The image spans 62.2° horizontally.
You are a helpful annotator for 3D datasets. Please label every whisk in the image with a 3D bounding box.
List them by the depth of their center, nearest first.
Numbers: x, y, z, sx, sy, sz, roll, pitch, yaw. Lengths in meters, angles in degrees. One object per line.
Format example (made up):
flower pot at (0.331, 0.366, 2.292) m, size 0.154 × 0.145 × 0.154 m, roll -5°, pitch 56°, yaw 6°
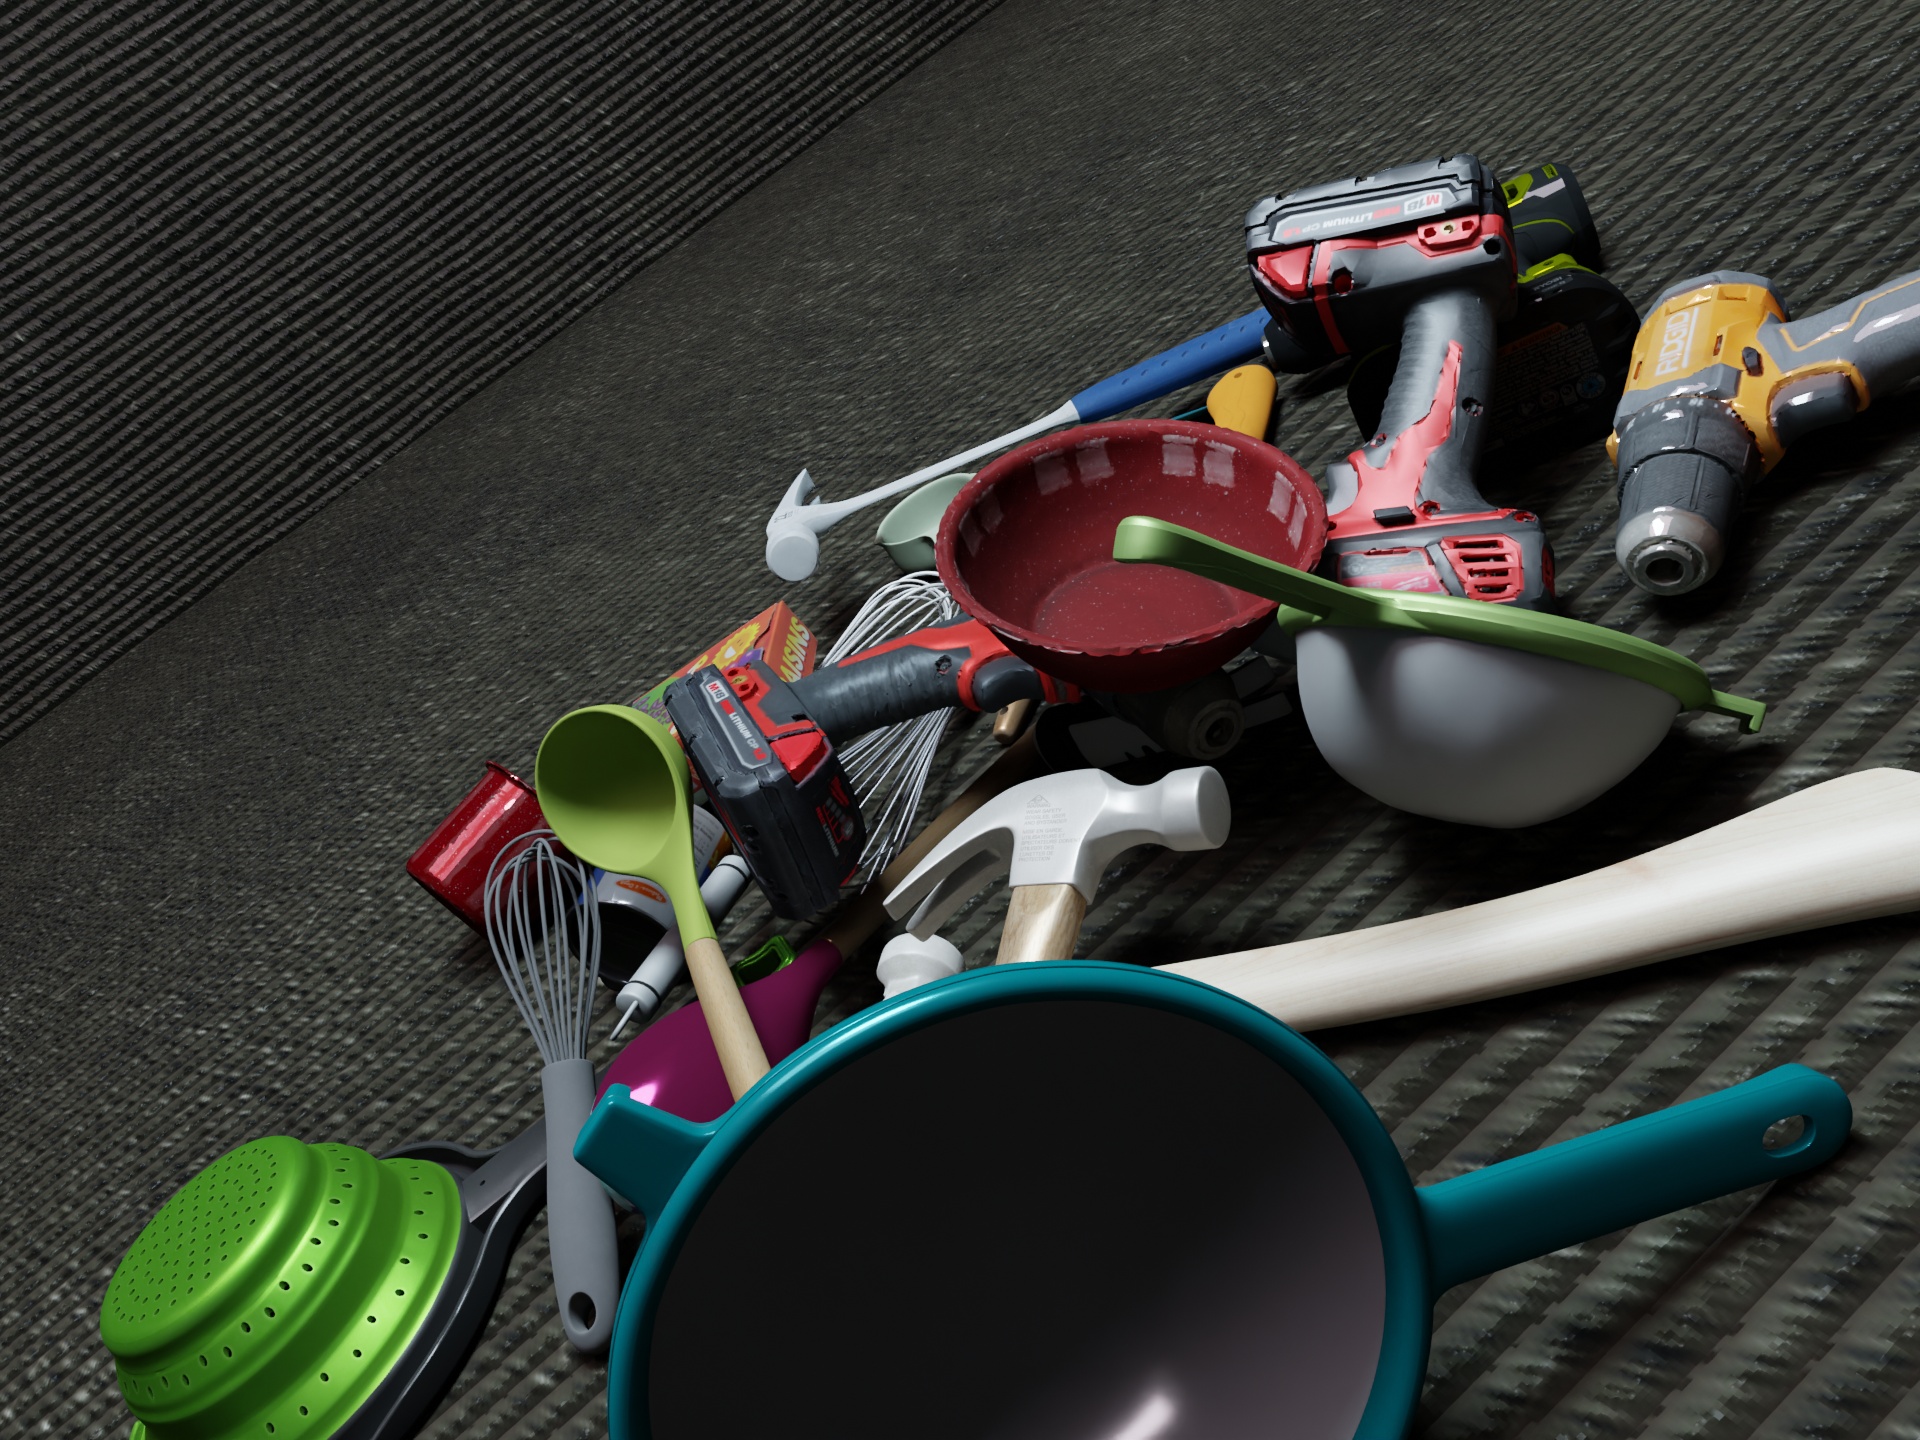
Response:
whisk at (-0.176, 0.155, 0.699) m, size 0.055 × 0.055 × 0.239 m, roll -25°, pitch 59°, yaw 17°
whisk at (-0.019, 0.002, 0.856) m, size 0.070 × 0.070 × 0.285 m, roll -9°, pitch 31°, yaw 39°
whisk at (-0.097, -0.007, 0.964) m, size 0.246 × 0.057 × 0.059 m, roll -37°, pitch 68°, yaw 5°

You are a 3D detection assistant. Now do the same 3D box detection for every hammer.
hammer at (0.003, 0.158, 0.544) m, size 0.130 × 0.031 × 0.331 m, roll -8°, pitch 49°, yaw 33°
hammer at (0.127, 0.100, 0.561) m, size 0.410 × 0.038 × 0.146 m, roll -18°, pitch 33°, yaw 28°
hammer at (0.138, -0.103, 0.865) m, size 0.127 × 0.034 × 0.337 m, roll -16°, pitch 33°, yaw 33°
hammer at (0.063, -0.197, 1.028) m, size 0.405 × 0.035 × 0.144 m, roll -22°, pitch 23°, yaw 4°

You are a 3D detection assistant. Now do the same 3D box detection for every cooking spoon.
cooking spoon at (-0.044, 0.088, 0.722) m, size 0.069 × 0.017 × 0.319 m, roll 34°, pitch 50°, yaw 15°

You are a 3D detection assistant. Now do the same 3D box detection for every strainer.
strainer at (0.073, 0.139, 0.446) m, size 0.340 × 0.211 × 0.095 m, roll -14°, pitch 13°, yaw -10°
strainer at (0.143, -0.007, 0.543) m, size 0.151 × 0.256 × 0.069 m, roll 10°, pitch 87°, yaw 53°
strainer at (-0.112, 0.076, 0.816) m, size 0.087 × 0.050 × 0.258 m, roll -46°, pitch 7°, yaw 39°

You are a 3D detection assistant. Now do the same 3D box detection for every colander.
colander at (-0.253, 0.210, 0.737) m, size 0.397 × 0.094 × 0.205 m, roll -39°, pitch 28°, yaw -7°

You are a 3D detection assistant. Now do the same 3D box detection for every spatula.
spatula at (0.081, -0.100, 0.938) m, size 0.082 × 0.044 × 0.318 m, roll -12°, pitch 40°, yaw 39°

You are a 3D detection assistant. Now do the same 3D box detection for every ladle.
ladle at (-0.107, 0.111, 0.641) m, size 0.078 × 0.062 × 0.321 m, roll -55°, pitch 43°, yaw 25°

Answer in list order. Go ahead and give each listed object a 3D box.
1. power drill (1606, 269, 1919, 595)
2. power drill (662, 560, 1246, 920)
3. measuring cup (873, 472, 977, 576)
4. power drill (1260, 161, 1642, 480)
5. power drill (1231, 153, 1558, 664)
power drill at (0.368, -0.135, 0.623) m, size 0.226 × 0.084 × 0.185 m, roll -13°, pitch 35°, yaw 43°
power drill at (-0.001, -0.002, 0.719) m, size 0.226 × 0.080 × 0.188 m, roll -28°, pitch 38°, yaw -12°
measuring cup at (-0.003, -0.109, 1.027) m, size 0.083 × 0.038 × 0.168 m, roll -34°, pitch 30°, yaw 1°
power drill at (0.259, -0.212, 0.861) m, size 0.190 × 0.080 × 0.229 m, roll -22°, pitch 27°, yaw 20°
power drill at (0.184, -0.128, 0.709) m, size 0.143 × 0.078 × 0.220 m, roll -6°, pitch 72°, yaw 25°
